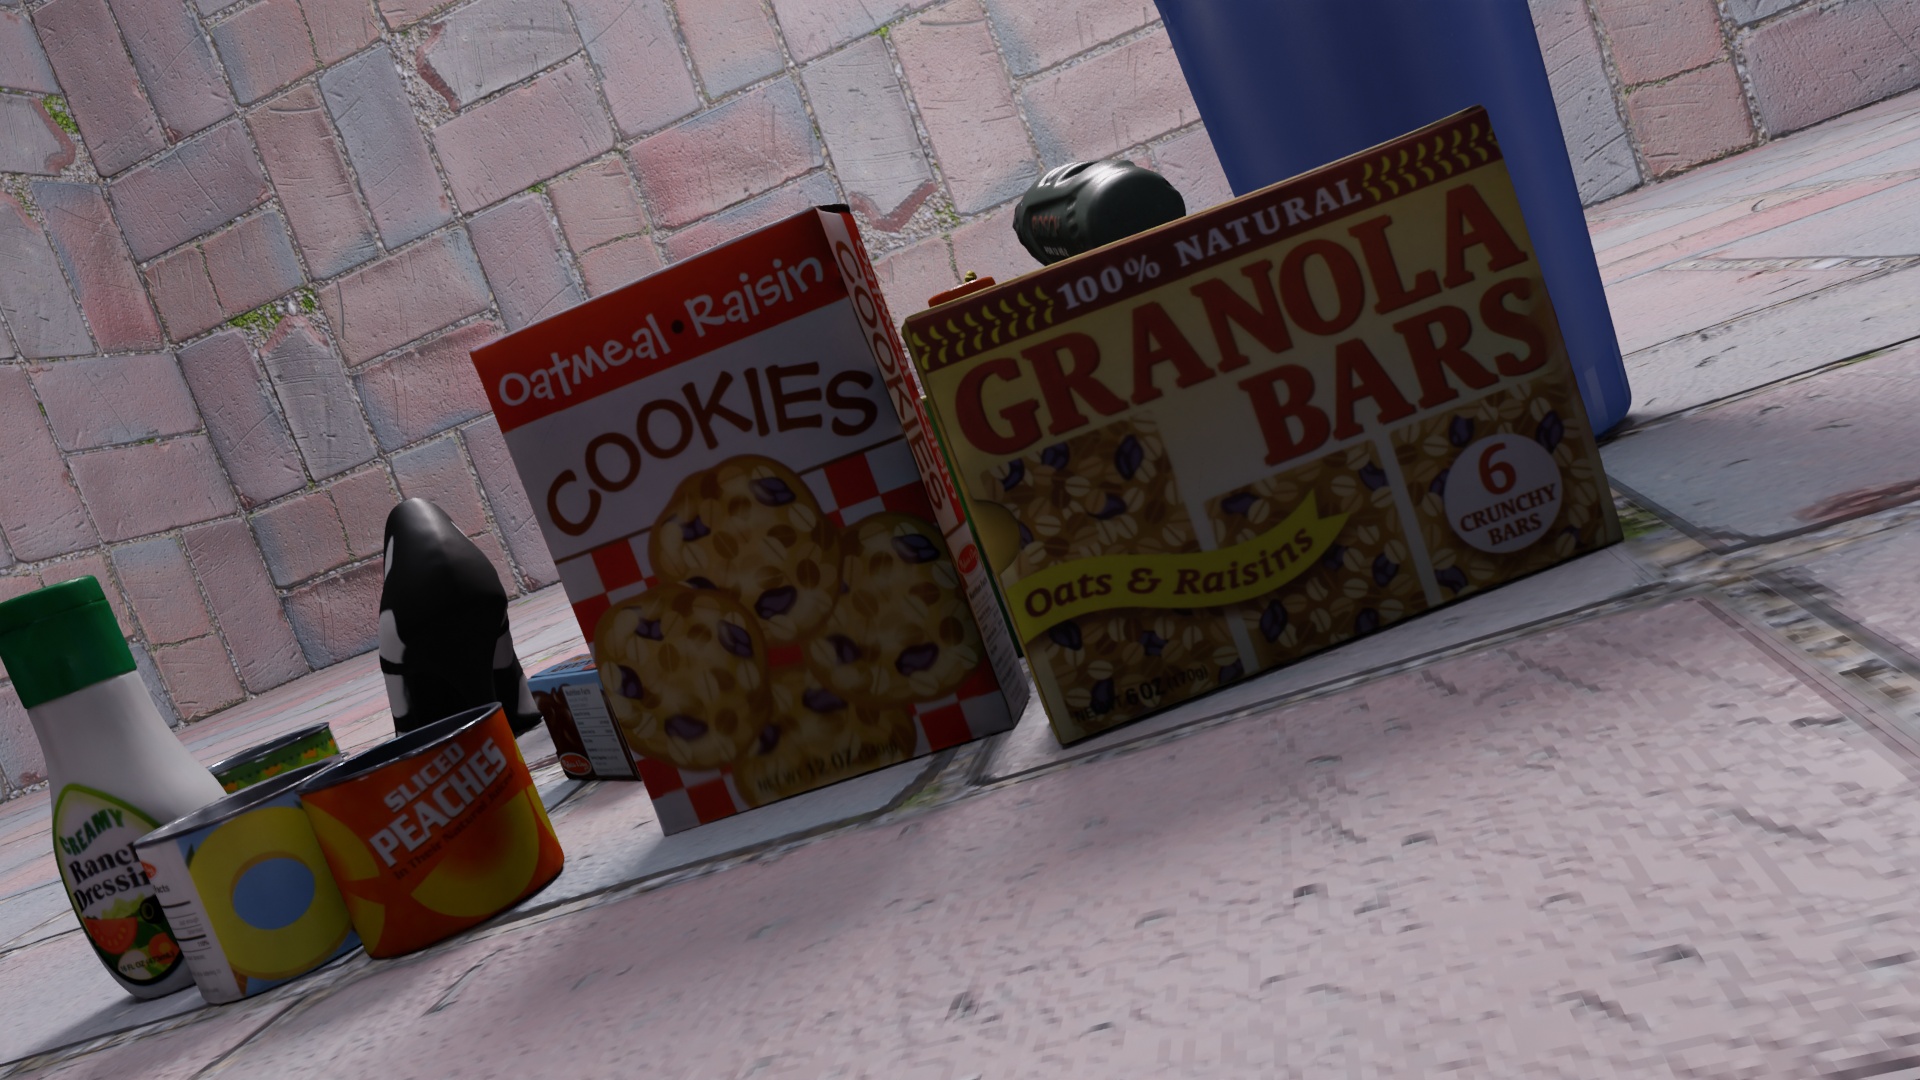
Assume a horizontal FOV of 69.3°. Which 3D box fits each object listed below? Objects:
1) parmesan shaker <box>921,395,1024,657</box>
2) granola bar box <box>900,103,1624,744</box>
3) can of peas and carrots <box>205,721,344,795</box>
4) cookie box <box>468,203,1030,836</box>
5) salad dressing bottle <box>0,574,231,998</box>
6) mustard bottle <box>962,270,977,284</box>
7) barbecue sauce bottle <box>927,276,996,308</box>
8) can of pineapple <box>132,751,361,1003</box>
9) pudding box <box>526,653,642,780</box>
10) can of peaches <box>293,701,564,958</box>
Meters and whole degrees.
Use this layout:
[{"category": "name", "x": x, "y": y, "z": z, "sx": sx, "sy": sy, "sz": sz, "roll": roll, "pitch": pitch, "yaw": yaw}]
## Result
[{"category": "parmesan shaker", "x": 0.002, "y": -0.007, "z": 0.536, "sx": 0.071, "sy": 0.103, "sz": 0.071, "roll": -20, "pitch": 6, "yaw": 2}, {"category": "granola bar box", "x": 0.082, "y": -0.031, "z": 0.385, "sx": 0.165, "sy": 0.124, "sz": 0.039, "roll": -21, "pitch": 6, "yaw": 1}, {"category": "can of peas and carrots", "x": -0.317, "y": 0.124, "z": 0.642, "sx": 0.071, "sy": 0.058, "sz": 0.071, "roll": -20, "pitch": 6, "yaw": 2}, {"category": "cookie box", "x": -0.065, "y": -0.005, "z": 0.440, "sx": 0.123, "sy": 0.167, "sz": 0.040, "roll": -19, "pitch": 6, "yaw": 14}, {"category": "salad dressing bottle", "x": -0.299, "y": 0.087, "z": 0.496, "sx": 0.064, "sy": 0.147, "sz": 0.044, "roll": -19, "pitch": 6, "yaw": 14}, {"category": "mustard bottle", "x": 0.027, "y": -0.076, "z": 0.792, "sx": 0.049, "sy": 0.160, "sz": 0.065, "roll": -25, "pitch": 7, "yaw": -40}, {"category": "barbecue sauce bottle", "x": 0.025, "y": -0.060, "z": 0.716, "sx": 0.044, "sy": 0.148, "sz": 0.065, "roll": -22, "pitch": 6, "yaw": -13}, {"category": "can of pineapple", "x": -0.229, "y": 0.112, "z": 0.466, "sx": 0.071, "sy": 0.058, "sz": 0.071, "roll": -20, "pitch": 6, "yaw": 2}, {"category": "pudding box", "x": -0.148, "y": 0.072, "z": 0.585, "sx": 0.030, "sy": 0.049, "sz": 0.083, "roll": -25, "pitch": 7, "yaw": -37}, {"category": "can of peaches", "x": -0.167, "y": 0.091, "z": 0.443, "sx": 0.071, "sy": 0.058, "sz": 0.071, "roll": -20, "pitch": 6, "yaw": 2}]
